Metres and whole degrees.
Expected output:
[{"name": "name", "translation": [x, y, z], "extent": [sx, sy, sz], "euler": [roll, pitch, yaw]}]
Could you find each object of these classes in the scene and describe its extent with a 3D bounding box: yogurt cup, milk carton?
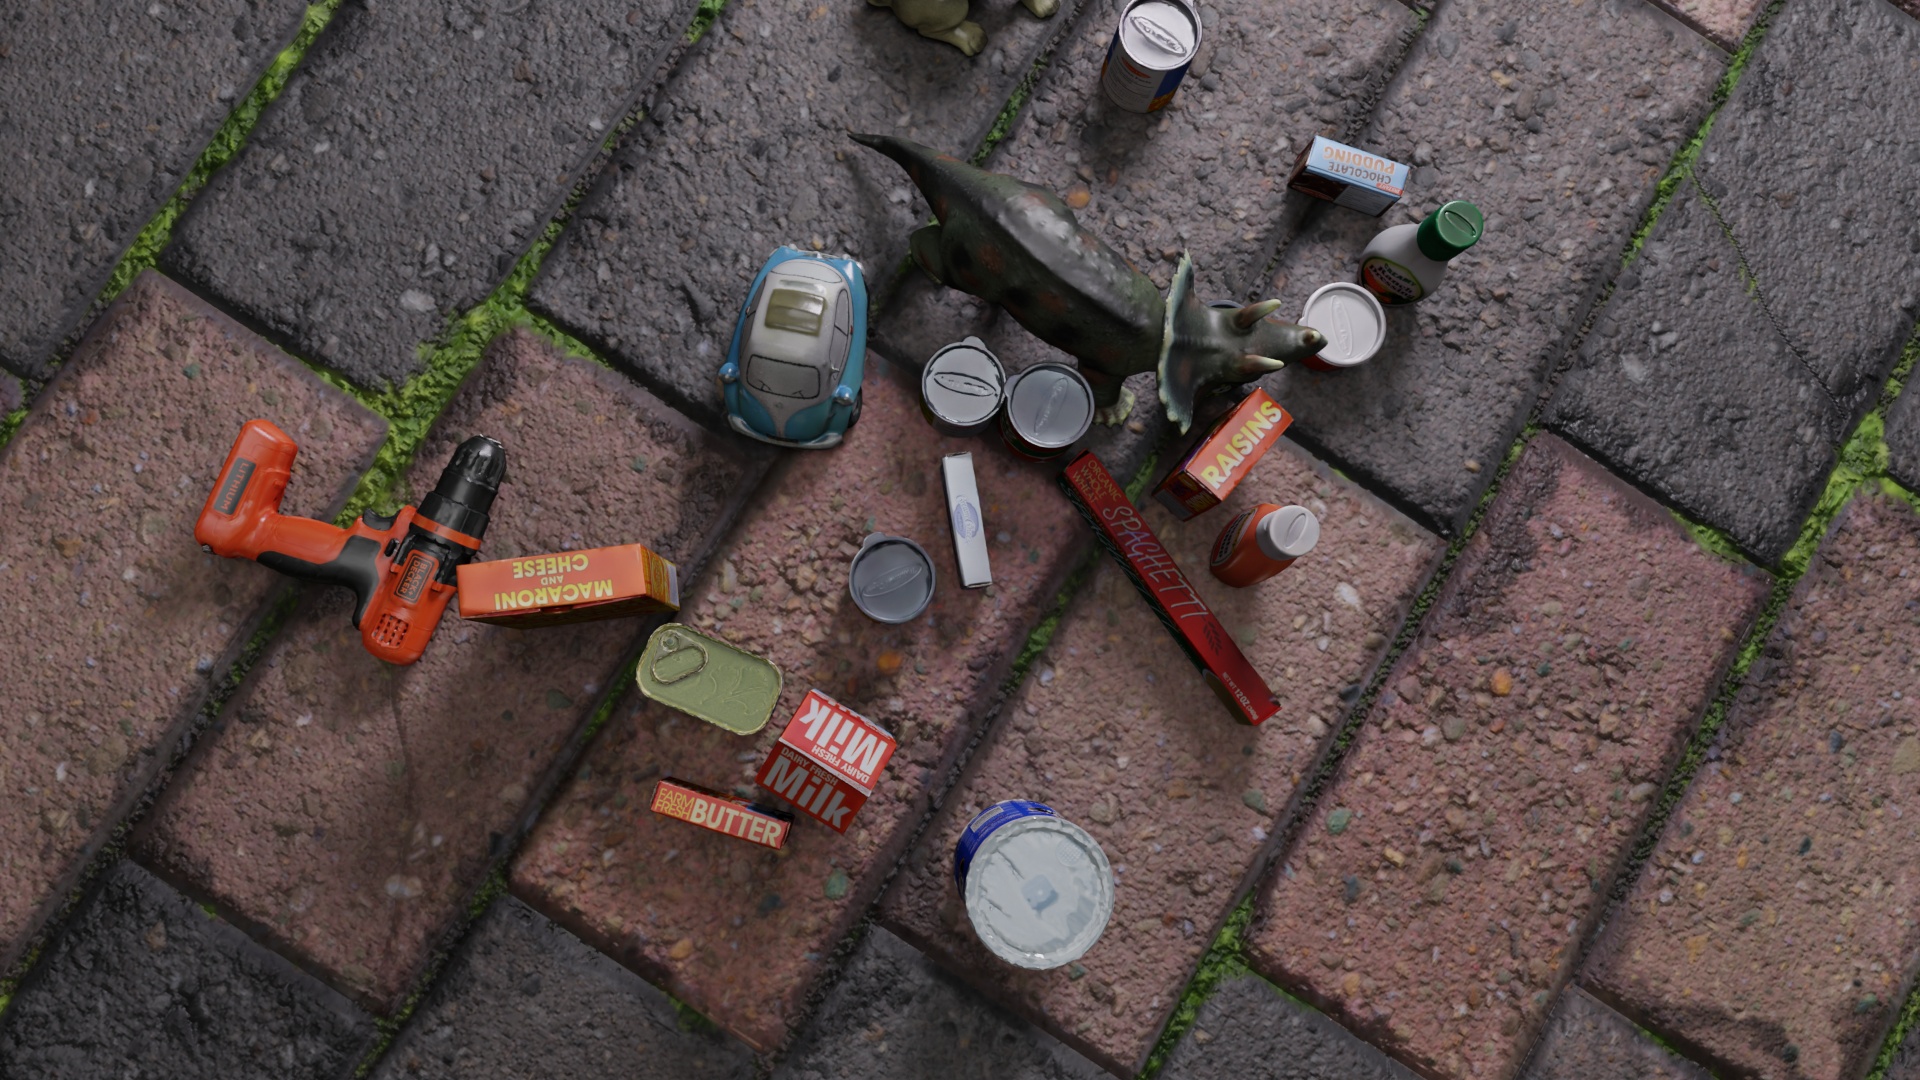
[{"name": "yogurt cup", "translation": [0.300, -0.168, 1.115], "extent": [0.072, 0.054, 0.072], "euler": [0, 84, -4]}, {"name": "milk carton", "translation": [-0.094, 0.154, 0.983], "extent": [0.072, 0.190, 0.073], "euler": [31, 83, 0]}]

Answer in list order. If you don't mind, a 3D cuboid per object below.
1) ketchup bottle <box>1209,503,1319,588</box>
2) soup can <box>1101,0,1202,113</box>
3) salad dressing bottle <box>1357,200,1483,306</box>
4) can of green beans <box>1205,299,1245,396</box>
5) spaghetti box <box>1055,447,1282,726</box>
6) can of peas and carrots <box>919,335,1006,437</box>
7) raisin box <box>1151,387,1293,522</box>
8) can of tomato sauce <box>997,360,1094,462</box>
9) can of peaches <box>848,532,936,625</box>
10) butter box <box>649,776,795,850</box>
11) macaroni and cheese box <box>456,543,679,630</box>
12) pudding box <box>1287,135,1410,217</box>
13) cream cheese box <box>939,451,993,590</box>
[{"name": "ketchup bottle", "translation": [0.230, 0.001, 1.044], "extent": [0.043, 0.148, 0.065], "euler": [30, 83, -1]}, {"name": "soup can", "translation": [0.154, -0.392, 1.115], "extent": [0.071, 0.083, 0.071], "euler": [0, 84, -4]}, {"name": "salad dressing bottle", "translation": [0.357, -0.223, 1.078], "extent": [0.064, 0.147, 0.044], "euler": [38, 83, 1]}, {"name": "can of green beans", "translation": [0.201, -0.151, 1.105], "extent": [0.071, 0.057, 0.071], "euler": [0, 84, -4]}, {"name": "spaghetti box", "translation": [0.160, 0.037, 1.084], "extent": [0.029, 0.050, 0.250], "euler": [-36, 87, -7]}, {"name": "can of peas and carrots", "translation": [0.001, -0.119, 1.086], "extent": [0.071, 0.058, 0.071], "euler": [0, 84, -4]}, {"name": "raisin box", "translation": [0.198, -0.064, 1.061], "extent": [0.040, 0.123, 0.086], "euler": [43, 83, 1]}, {"name": "can of tomato sauce", "translation": [0.063, -0.098, 1.076], "extent": [0.071, 0.083, 0.071], "euler": [0, 84, -4]}, {"name": "can of peaches", "translation": [-0.054, 0.030, 1.066], "extent": [0.071, 0.058, 0.071], "euler": [0, 84, -4]}, {"name": "butter box", "translation": [-0.178, 0.204, 1.040], "extent": [0.103, 0.053, 0.024], "euler": [18, 83, -2]}, {"name": "macaroni and cheese box", "translation": [-0.274, 0.036, 0.995], "extent": [0.124, 0.166, 0.040], "euler": [-7, 85, -5]}, {"name": "pudding box", "translation": [0.316, -0.296, 1.133], "extent": [0.084, 0.049, 0.030], "euler": [18, 83, -2]}, {"name": "cream cheese box", "translation": [0.004, -0.014, 1.077], "extent": [0.024, 0.053, 0.104], "euler": [-9, 84, -5]}]
